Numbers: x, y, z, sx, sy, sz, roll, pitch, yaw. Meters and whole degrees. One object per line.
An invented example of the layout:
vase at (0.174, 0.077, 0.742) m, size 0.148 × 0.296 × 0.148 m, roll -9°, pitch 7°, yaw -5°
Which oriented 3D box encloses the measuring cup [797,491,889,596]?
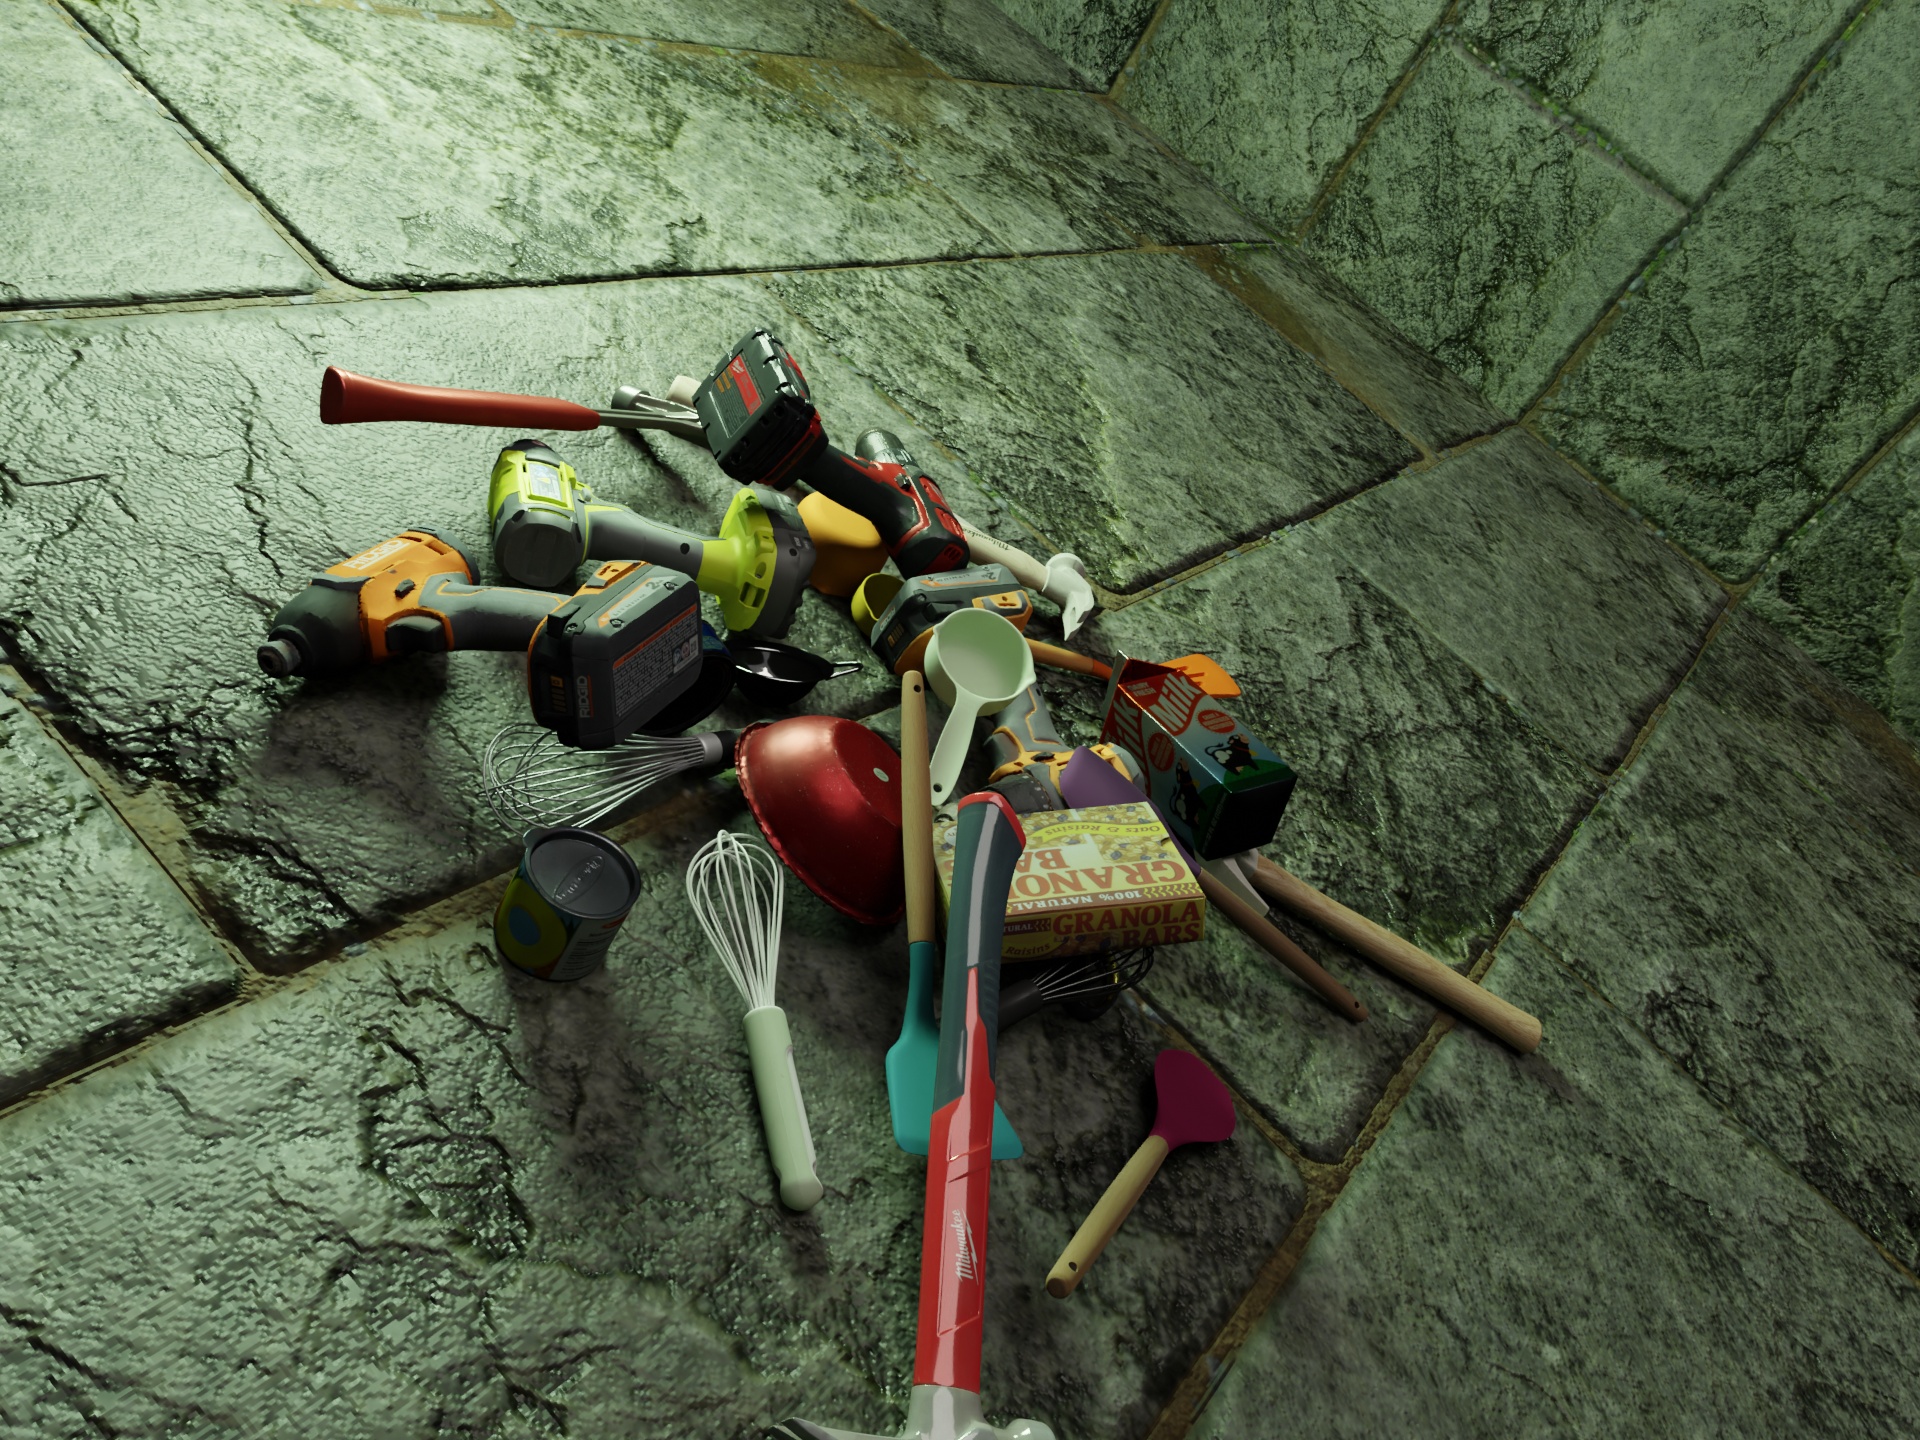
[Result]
measuring cup at (-0.063, -0.135, 1.327) m, size 0.173 × 0.052 × 0.095 m, roll 21°, pitch 35°, yaw -16°

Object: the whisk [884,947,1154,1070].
whisk at (0.045, 0.176, 1.013) m, size 0.239 × 0.055 × 0.055 m, roll -20°, pitch 60°, yaw -39°

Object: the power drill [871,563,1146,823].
power drill at (0.018, -0.001, 1.196) m, size 0.185 × 0.084 × 0.226 m, roll -14°, pitch 65°, yaw -40°

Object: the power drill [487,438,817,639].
power drill at (-0.230, -0.141, 1.164) m, size 0.223 × 0.080 × 0.171 m, roll 12°, pitch 28°, yaw -25°

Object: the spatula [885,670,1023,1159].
spatula at (-0.017, 0.108, 0.962) m, size 0.082 × 0.044 × 0.318 m, roll 11°, pitch 60°, yaw -28°

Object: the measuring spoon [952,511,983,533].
measuring spoon at (-0.012, -0.200, 1.488) m, size 0.124 × 0.018 × 0.034 m, roll 36°, pitch 33°, yaw 1°

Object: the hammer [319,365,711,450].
hammer at (-0.302, -0.221, 1.156) m, size 0.149 × 0.036 × 0.359 m, roll 24°, pitch 18°, yaw 26°

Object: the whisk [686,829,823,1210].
whisk at (-0.113, 0.163, 0.911) m, size 0.059 × 0.057 × 0.247 m, roll -14°, pitch 53°, yaw -7°

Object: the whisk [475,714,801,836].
whisk at (-0.188, 0.022, 1.017) m, size 0.070 × 0.070 × 0.284 m, roll 48°, pitch 30°, yaw 20°

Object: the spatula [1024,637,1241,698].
spatula at (0.095, -0.061, 1.384) m, size 0.322 × 0.041 × 0.081 m, roll 14°, pitch 23°, yaw -26°

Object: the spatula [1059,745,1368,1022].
spatula at (0.193, 0.132, 1.189) m, size 0.315 × 0.018 × 0.060 m, roll 39°, pitch 57°, yaw -15°

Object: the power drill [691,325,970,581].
power drill at (-0.097, -0.209, 1.242) m, size 0.226 × 0.080 × 0.188 m, roll 31°, pitch 24°, yaw -41°

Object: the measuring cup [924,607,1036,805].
measuring cup at (-0.002, -0.004, 1.117) m, size 0.083 × 0.038 × 0.168 m, roll 26°, pitch 56°, yaw -11°

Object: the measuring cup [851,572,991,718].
measuring cup at (-0.028, -0.053, 1.288) m, size 0.156 × 0.029 × 0.062 m, roll 47°, pitch 41°, yaw -3°

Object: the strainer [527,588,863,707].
strainer at (-0.197, -0.051, 1.117) m, size 0.258 × 0.050 × 0.087 m, roll 16°, pitch 16°, yaw -17°

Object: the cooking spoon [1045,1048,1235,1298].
cooking spoon at (0.110, 0.265, 0.951) m, size 0.069 × 0.017 × 0.319 m, roll 45°, pitch 22°, yaw 11°

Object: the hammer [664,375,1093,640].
hammer at (-0.068, -0.190, 1.392) m, size 0.410 × 0.038 × 0.146 m, roll 26°, pitch 22°, yaw -10°

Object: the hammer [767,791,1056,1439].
hammer at (-0.012, 0.203, 0.863) m, size 0.143 × 0.038 × 0.387 m, roll 20°, pitch 52°, yaw -21°

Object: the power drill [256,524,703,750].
power drill at (-0.286, -0.050, 0.939) m, size 0.226 × 0.084 × 0.164 m, roll 12°, pitch 29°, yaw 17°

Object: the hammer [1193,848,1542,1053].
hammer at (0.332, 0.178, 1.296) m, size 0.331 × 0.031 × 0.130 m, roll 31°, pitch 32°, yaw -5°
